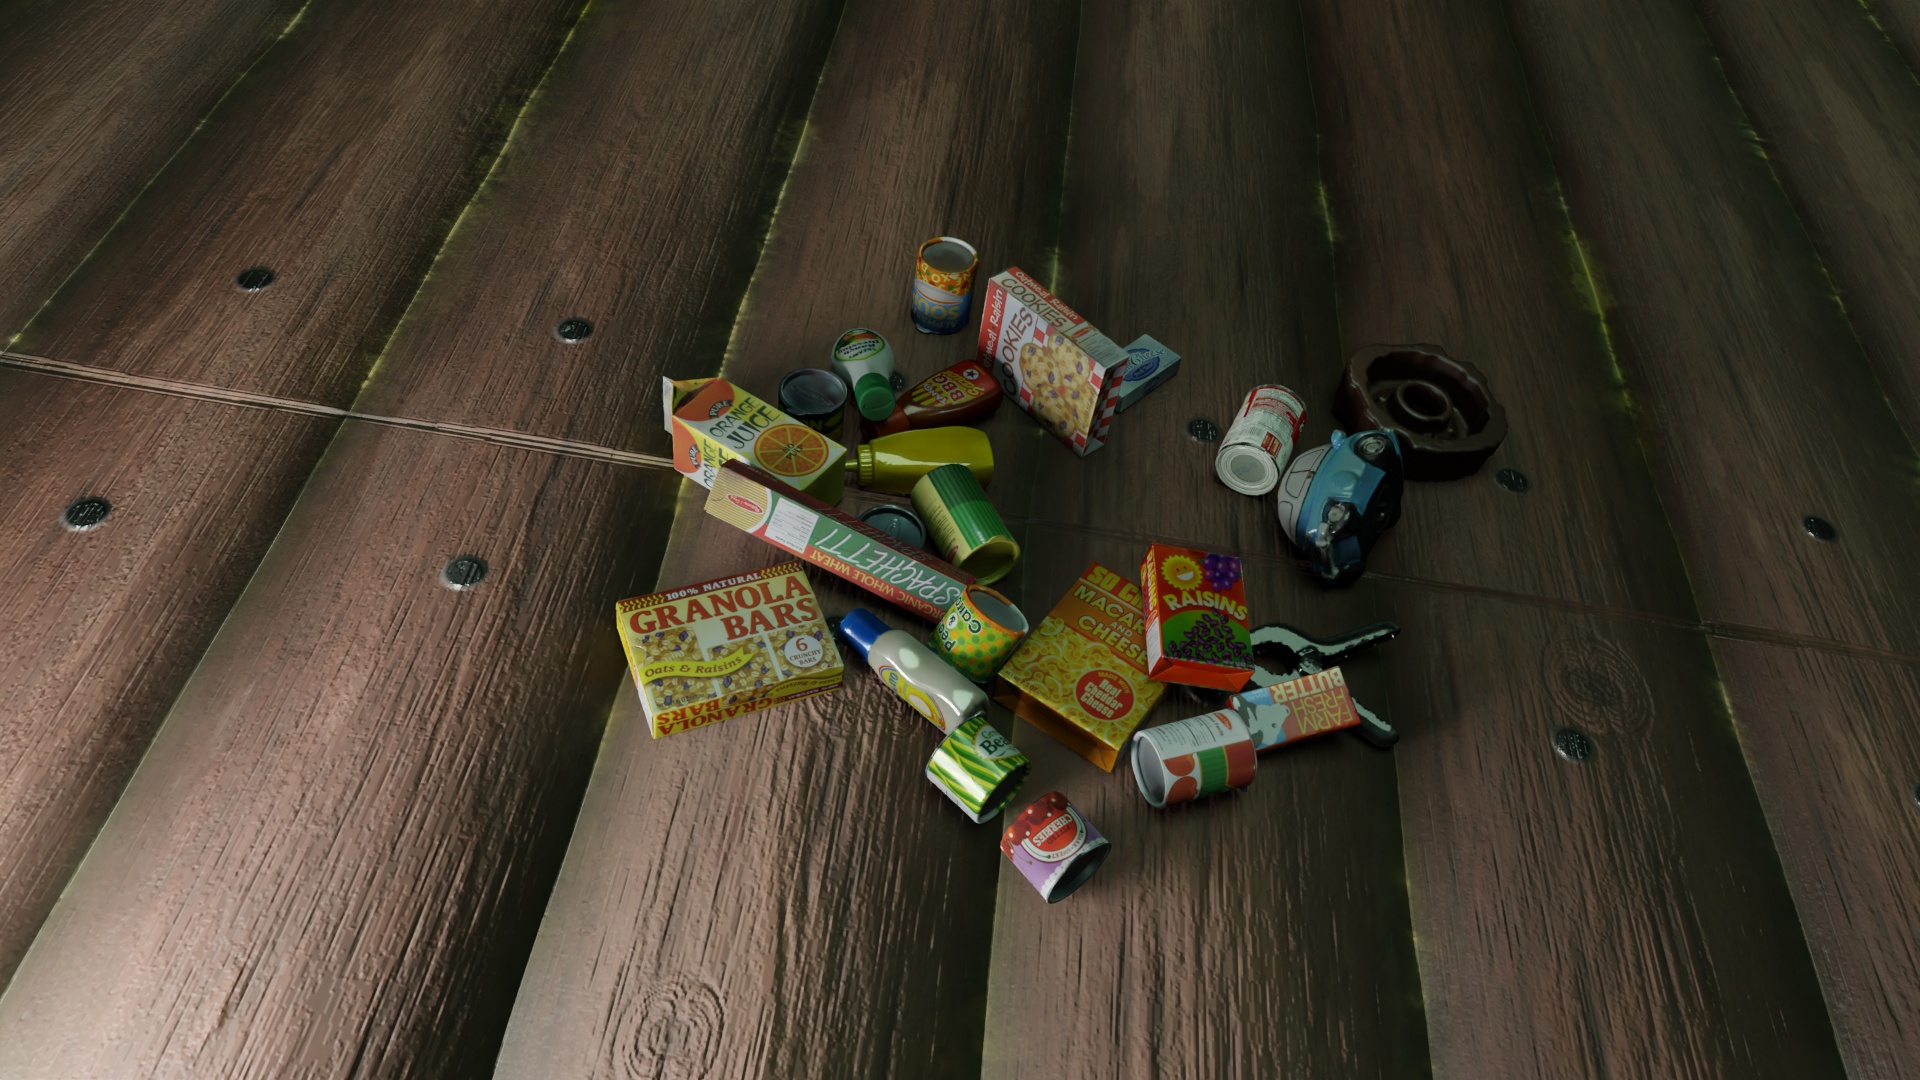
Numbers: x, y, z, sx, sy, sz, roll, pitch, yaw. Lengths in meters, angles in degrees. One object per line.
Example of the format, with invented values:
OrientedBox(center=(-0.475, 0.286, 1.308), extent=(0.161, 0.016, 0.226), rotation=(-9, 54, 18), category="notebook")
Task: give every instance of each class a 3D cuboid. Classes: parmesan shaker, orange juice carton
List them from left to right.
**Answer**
OrientedBox(center=(-0.207, -0.087, 1.317), extent=(0.193, 0.071, 0.073), rotation=(30, 51, 16), category="orange juice carton")
OrientedBox(center=(0.005, -0.016, 1.289), extent=(0.071, 0.071, 0.103), rotation=(-15, 53, -21), category="parmesan shaker")

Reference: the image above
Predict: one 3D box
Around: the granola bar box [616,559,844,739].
OrientedBox(center=(-0.197, 0.089, 1.185), extent=(0.166, 0.038, 0.124), rotation=(-13, 52, -20), category="granola bar box")

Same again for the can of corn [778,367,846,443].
OrientedBox(center=(-0.148, -0.126, 1.369), extent=(0.071, 0.058, 0.071), rotation=(5, 49, -5), category="can of corn")

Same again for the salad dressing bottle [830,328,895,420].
OrientedBox(center=(-0.093, -0.166, 1.393), extent=(0.064, 0.043, 0.148), rotation=(-16, 32, -4), category="salad dressing bottle")

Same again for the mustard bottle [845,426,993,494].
OrientedBox(center=(-0.051, -0.076, 1.347), extent=(0.160, 0.048, 0.065), rotation=(-3, 49, -10), category="mustard bottle")

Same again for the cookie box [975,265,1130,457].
OrientedBox(center=(0.089, -0.183, 1.414), extent=(0.040, 0.122, 0.168), rotation=(-30, 59, -31), category="cookie box")

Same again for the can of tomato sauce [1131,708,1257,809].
OrientedBox(center=(0.192, 0.182, 1.149), extent=(0.083, 0.070, 0.071), rotation=(-11, 52, -17), category="can of tomato sauce")

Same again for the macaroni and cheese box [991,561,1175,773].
OrientedBox(center=(0.125, 0.106, 1.220), extent=(0.124, 0.040, 0.167), rotation=(31, 52, 17), category="macaroni and cheese box")

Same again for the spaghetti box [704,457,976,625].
OrientedBox(center=(-0.106, 0.004, 1.238), extent=(0.250, 0.050, 0.029), rotation=(26, 23, 1), category="spaghetti box")

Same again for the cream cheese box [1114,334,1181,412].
OrientedBox(center=(0.184, -0.180, 1.493), extent=(0.053, 0.024, 0.104), rotation=(38, 54, 24), category="cream cheese box")

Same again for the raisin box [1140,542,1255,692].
OrientedBox(center=(0.206, 0.066, 1.217), extent=(0.086, 0.039, 0.124), rotation=(9, 50, -9), category="raisin box")

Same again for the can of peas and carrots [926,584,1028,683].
OrientedBox(center=(0.014, 0.079, 1.196), extent=(0.071, 0.058, 0.071), rotation=(31, 20, -12), category="can of peas and carrots")

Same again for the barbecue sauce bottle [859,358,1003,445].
OrientedBox(center=(-0.031, -0.134, 1.405), extent=(0.149, 0.043, 0.065), rotation=(-27, 55, -28), category="barbecue sauce bottle")

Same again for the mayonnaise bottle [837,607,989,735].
OrientedBox(center=(-0.041, 0.112, 1.178), extent=(0.148, 0.064, 0.041), rotation=(35, 61, 26), category="mayonnaise bottle")

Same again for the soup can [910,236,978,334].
OrientedBox(center=(-0.019, -0.274, 1.504), extent=(0.071, 0.083, 0.072), rotation=(4, 49, -5), category="soup can")

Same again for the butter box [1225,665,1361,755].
OrientedBox(center=(0.287, 0.148, 1.197), extent=(0.103, 0.024, 0.053), rotation=(-15, 71, -4), category="butter box")

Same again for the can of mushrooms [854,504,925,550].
OrientedBox(center=(-0.069, 0.001, 1.287), extent=(0.071, 0.033, 0.071), rotation=(5, 49, -5), category="can of mushrooms")

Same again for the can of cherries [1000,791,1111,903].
OrientedBox(center=(0.074, 0.236, 1.077), extent=(0.072, 0.071, 0.058), rotation=(-28, 58, -29), category="can of cherries")

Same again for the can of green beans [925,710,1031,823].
OrientedBox(center=(0.015, 0.184, 1.117), extent=(0.058, 0.071, 0.071), rotation=(39, 54, 23), category="can of green beans")
